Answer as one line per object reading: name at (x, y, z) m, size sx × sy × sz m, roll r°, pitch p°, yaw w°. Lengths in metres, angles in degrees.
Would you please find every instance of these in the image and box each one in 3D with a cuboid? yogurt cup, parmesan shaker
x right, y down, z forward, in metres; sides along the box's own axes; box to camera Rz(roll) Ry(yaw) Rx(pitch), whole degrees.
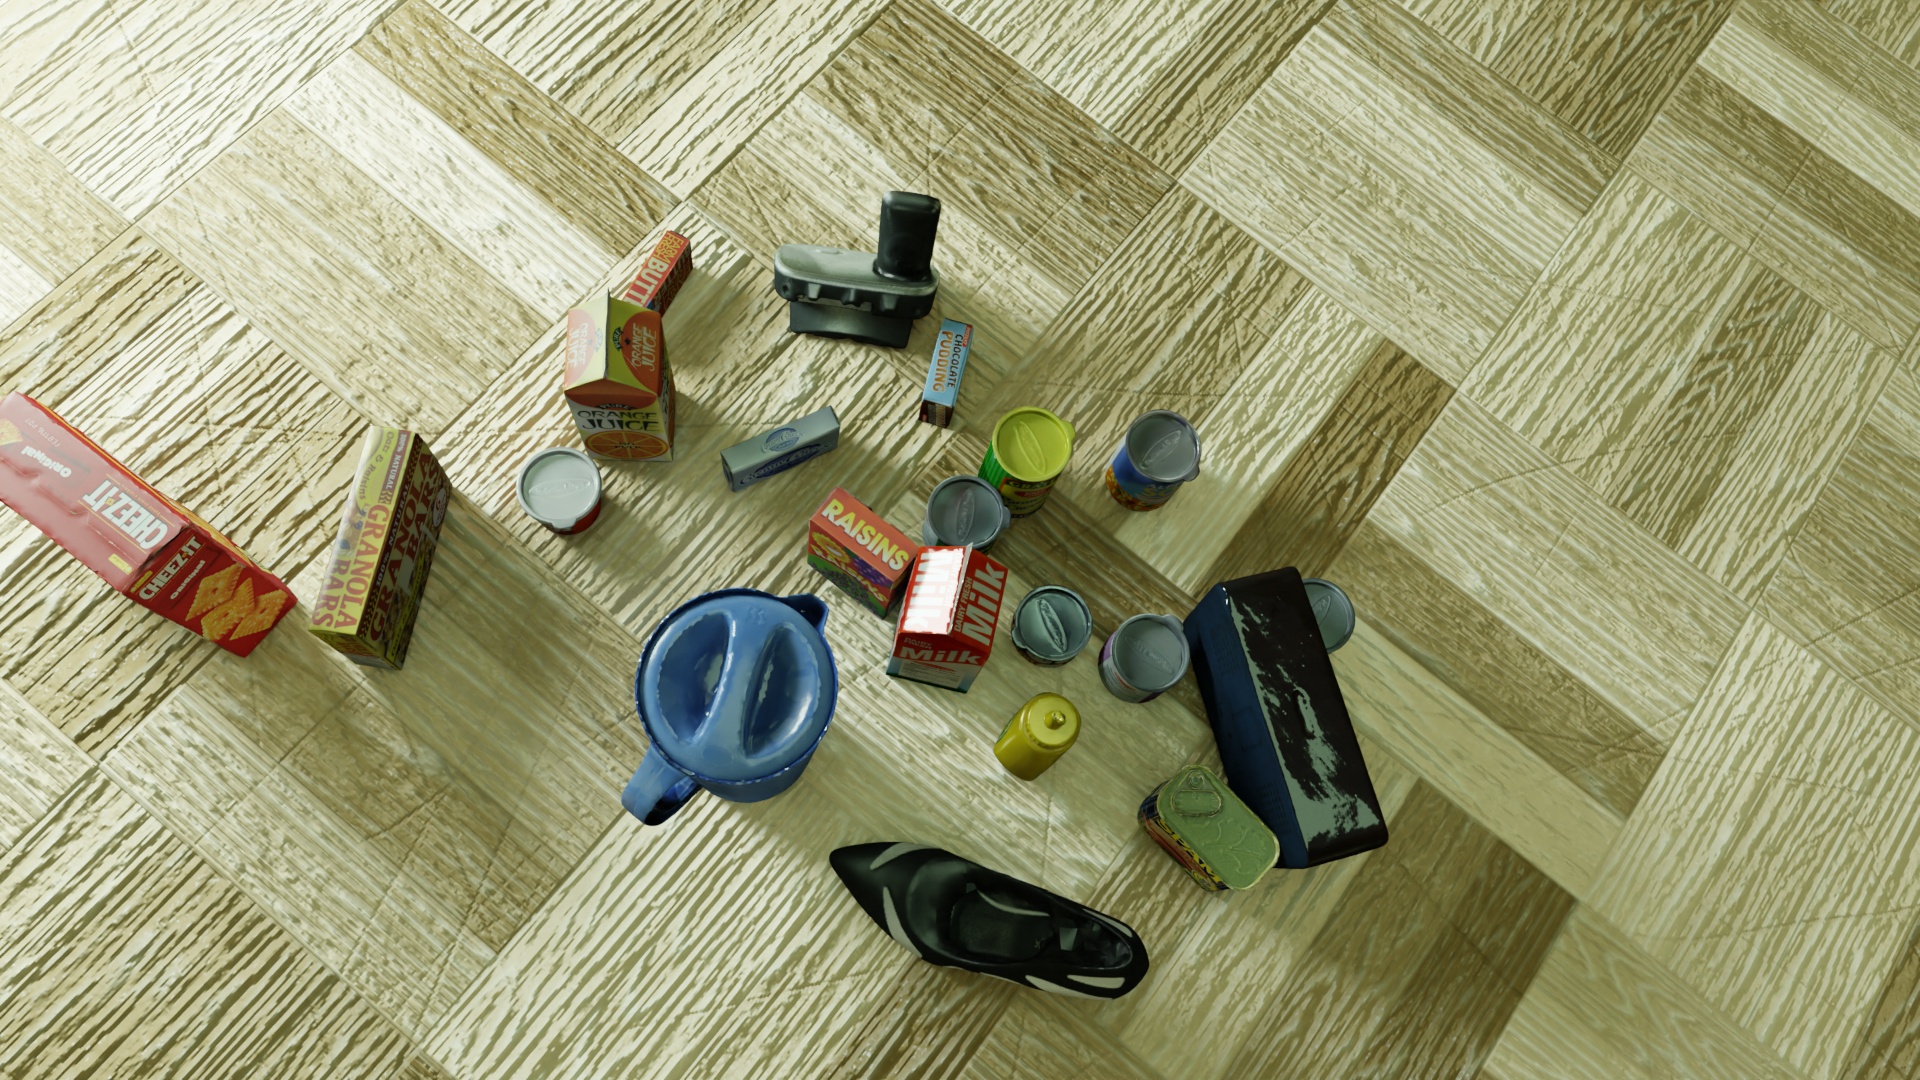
yogurt cup at (-0.330, -0.038, 1.155) m, size 0.072 × 0.053 × 0.072 m, roll 2°, pitch 72°, yaw -6°
parmesan shaker at (0.056, -0.065, 1.186) m, size 0.071 × 0.102 × 0.071 m, roll 2°, pitch 72°, yaw -6°

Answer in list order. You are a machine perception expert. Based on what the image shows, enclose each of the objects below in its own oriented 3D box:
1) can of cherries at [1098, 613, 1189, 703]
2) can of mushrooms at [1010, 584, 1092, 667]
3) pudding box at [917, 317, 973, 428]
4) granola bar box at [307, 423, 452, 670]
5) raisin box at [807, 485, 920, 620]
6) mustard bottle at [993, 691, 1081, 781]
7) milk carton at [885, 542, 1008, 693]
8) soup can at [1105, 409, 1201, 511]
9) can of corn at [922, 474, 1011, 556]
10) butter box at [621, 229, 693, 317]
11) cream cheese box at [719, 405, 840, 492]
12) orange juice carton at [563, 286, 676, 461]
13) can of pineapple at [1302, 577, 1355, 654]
can of cherries at (0.155, 0.099, 1.169) m, size 0.071 × 0.058 × 0.071 m, roll 2°, pitch 72°, yaw -6°
can of mushrooms at (0.075, 0.074, 1.180) m, size 0.071 × 0.033 × 0.071 m, roll 2°, pitch 72°, yaw -6°
pudding box at (-0.013, -0.148, 1.232) m, size 0.030 × 0.049 × 0.084 m, roll 15°, pitch 71°, yaw -2°
granola bar box at (-0.449, 0.008, 1.088) m, size 0.039 × 0.124 × 0.166 m, roll 10°, pitch 72°, yaw -4°
raisin box at (-0.080, 0.012, 1.133) m, size 0.086 × 0.123 × 0.040 m, roll 37°, pitch 72°, yaw 5°
mustard bottle at (0.065, 0.148, 1.088) m, size 0.049 × 0.159 × 0.065 m, roll 39°, pitch 72°, yaw 6°
milk carton at (-0.011, 0.061, 1.091) m, size 0.073 × 0.190 × 0.072 m, roll 14°, pitch 72°, yaw -3°
soup can at (0.168, -0.066, 1.210) m, size 0.071 × 0.083 × 0.071 m, roll 2°, pitch 72°, yaw -6°
can of corn at (0.004, -0.015, 1.187) m, size 0.071 × 0.058 × 0.071 m, roll 2°, pitch 72°, yaw -6°
butter box at (-0.271, -0.218, 1.221) m, size 0.024 × 0.053 × 0.104 m, roll 26°, pitch 71°, yaw 2°
cream cheese box at (-0.153, -0.078, 1.190) m, size 0.104 × 0.053 × 0.024 m, roll -25°, pitch 77°, yaw -14°
orange juice carton at (-0.274, -0.129, 1.118) m, size 0.073 × 0.192 × 0.072 m, roll 1°, pitch 73°, yaw -7°
can of pineapple at (0.296, 0.070, 1.196) m, size 0.071 × 0.057 × 0.071 m, roll 2°, pitch 72°, yaw -6°
